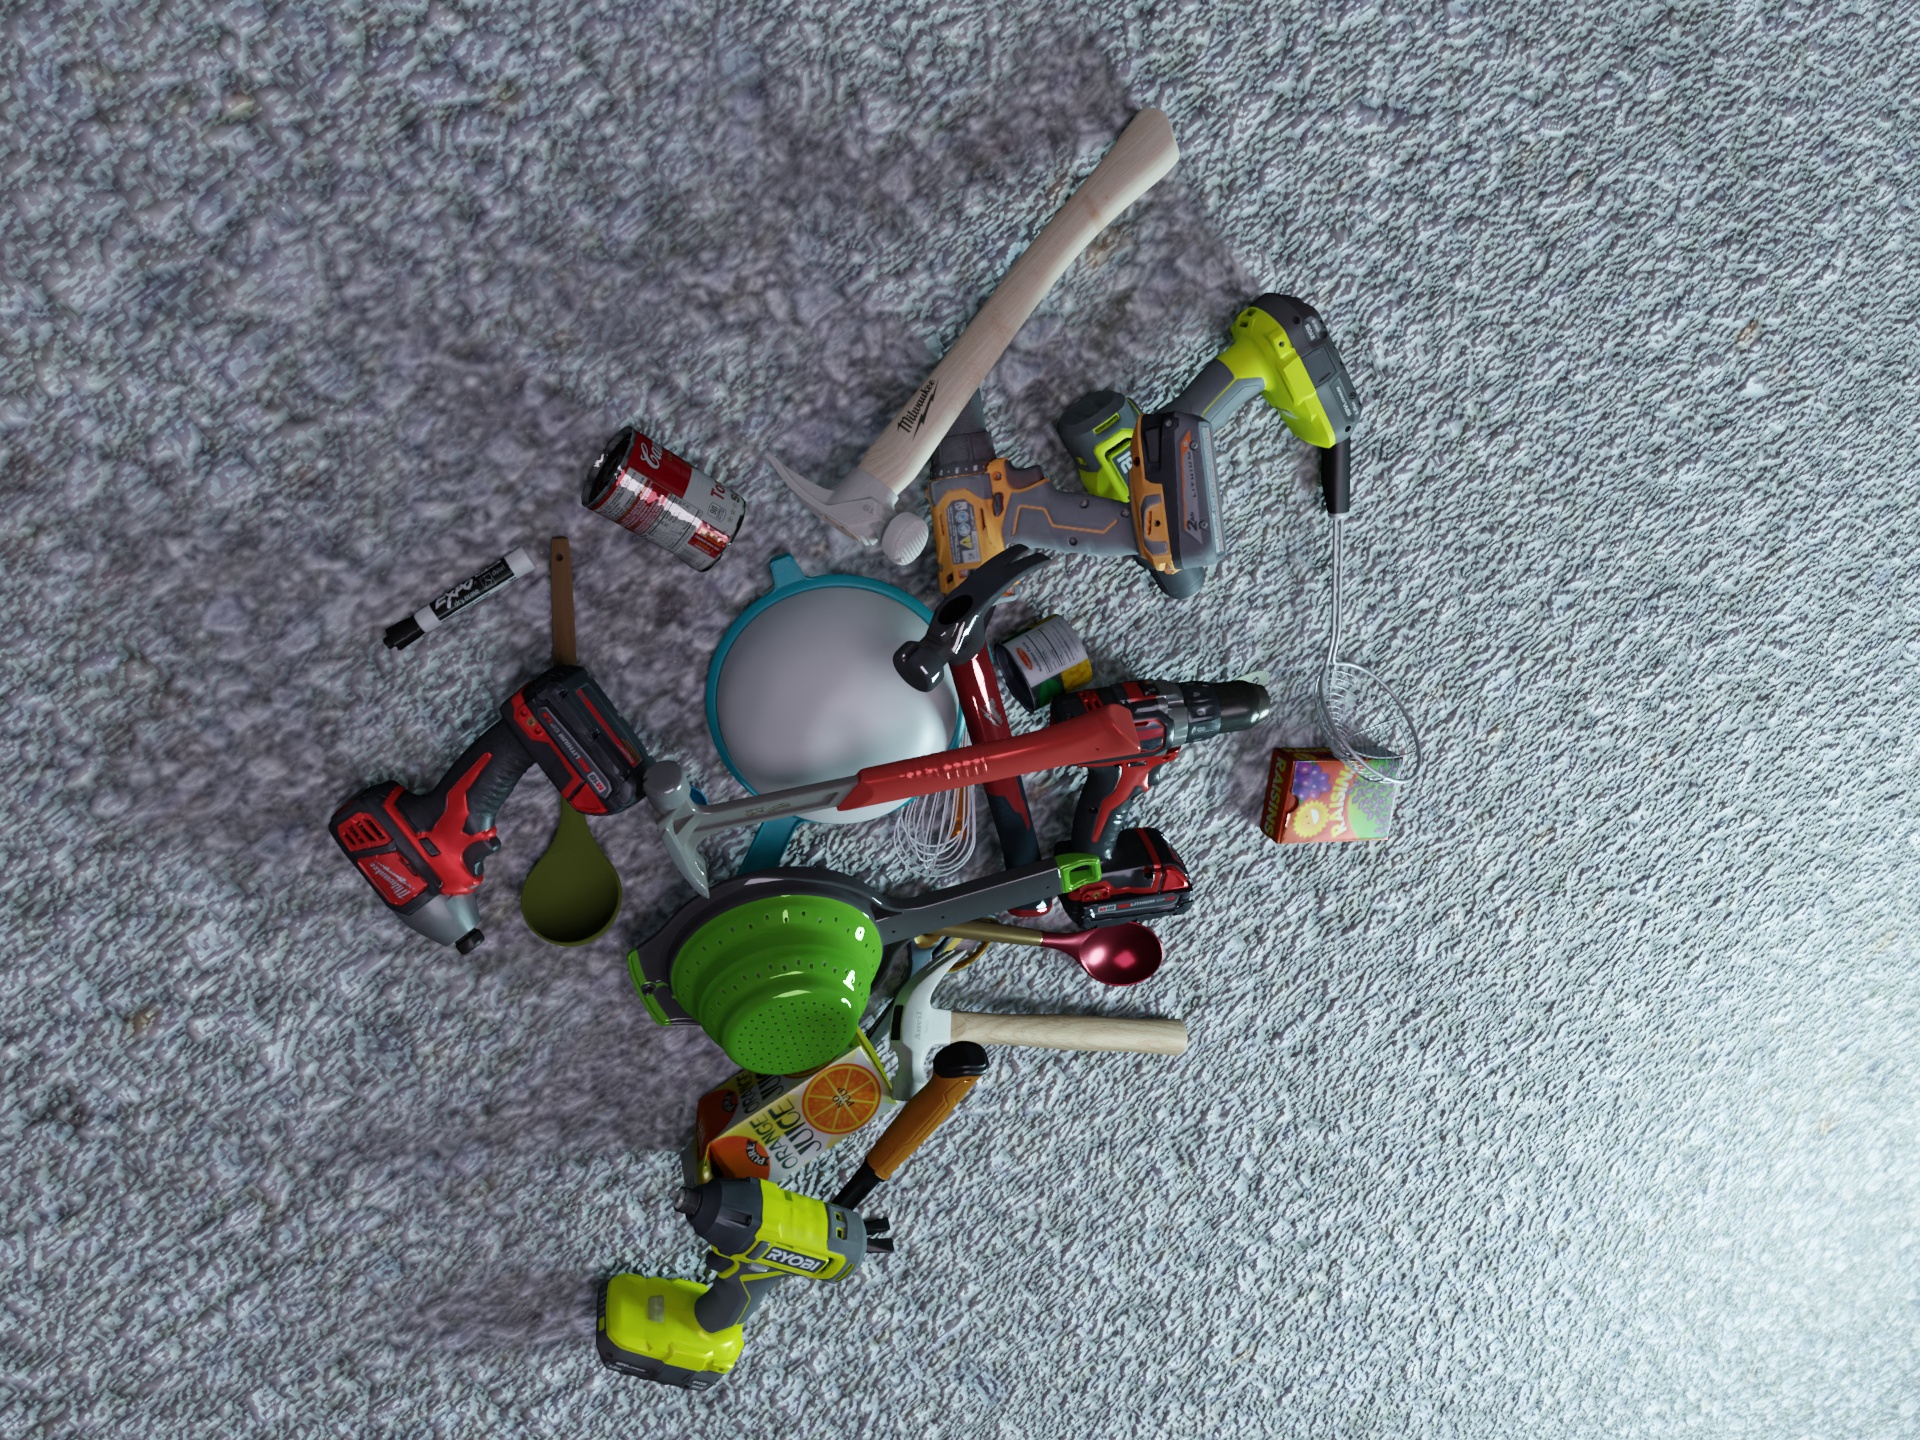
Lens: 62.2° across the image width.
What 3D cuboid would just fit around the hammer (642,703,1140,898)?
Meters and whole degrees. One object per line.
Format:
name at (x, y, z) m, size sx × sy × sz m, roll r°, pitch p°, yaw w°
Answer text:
hammer at (-0.045, 0.050, 1.184) m, size 0.359 × 0.037 × 0.149 m, roll -12°, pitch 143°, yaw 1°

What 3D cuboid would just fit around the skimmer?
skimmer at (0.363, -0.122, 1.413) m, size 0.127 × 0.090 × 0.363 m, roll -26°, pitch 118°, yaw -48°

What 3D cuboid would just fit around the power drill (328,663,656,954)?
power drill at (-0.341, 0.069, 1.175) m, size 0.219 × 0.078 × 0.143 m, roll -35°, pitch 98°, yaw 8°

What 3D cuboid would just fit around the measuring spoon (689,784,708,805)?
measuring spoon at (-0.253, 0.040, 1.269) m, size 0.042 × 0.021 × 0.128 m, roll -44°, pitch 109°, yaw 1°

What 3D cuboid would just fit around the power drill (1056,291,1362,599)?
power drill at (0.213, -0.228, 1.324) m, size 0.228 × 0.080 × 0.190 m, roll -36°, pitch 116°, yaw -3°

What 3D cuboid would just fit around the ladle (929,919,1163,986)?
ladle at (0.048, 0.193, 1.419) m, size 0.315 × 0.031 × 0.069 m, roll 12°, pitch 109°, yaw -30°

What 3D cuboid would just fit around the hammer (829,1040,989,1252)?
hammer at (-0.055, 0.373, 1.362) m, size 0.127 × 0.034 × 0.336 m, roll 10°, pitch 135°, yaw -26°

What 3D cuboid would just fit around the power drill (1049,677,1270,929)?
power drill at (0.166, 0.062, 1.368) m, size 0.188 × 0.080 × 0.226 m, roll -8°, pitch 125°, yaw -12°

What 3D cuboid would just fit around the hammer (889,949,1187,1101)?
hammer at (0.079, 0.279, 1.444) m, size 0.331 × 0.031 × 0.130 m, roll 10°, pitch 76°, yaw -35°

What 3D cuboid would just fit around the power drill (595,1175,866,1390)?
power drill at (-0.210, 0.473, 1.356) m, size 0.171 × 0.080 × 0.223 m, roll 27°, pitch 120°, yaw -28°

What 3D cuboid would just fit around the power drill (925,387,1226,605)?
power drill at (0.081, -0.189, 1.230) m, size 0.226 × 0.084 × 0.185 m, roll -6°, pitch 97°, yaw 19°

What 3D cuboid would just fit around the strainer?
strainer at (-0.123, 0.053, 1.256) m, size 0.211 × 0.095 × 0.340 m, roll 24°, pitch 104°, yaw -13°

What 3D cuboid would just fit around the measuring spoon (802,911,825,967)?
measuring spoon at (-0.122, 0.197, 1.372) m, size 0.034 × 0.018 × 0.124 m, roll -13°, pitch 114°, yaw -17°

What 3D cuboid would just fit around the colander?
colander at (-0.066, 0.197, 1.295) m, size 0.397 × 0.095 × 0.204 m, roll -16°, pitch 135°, yaw -4°

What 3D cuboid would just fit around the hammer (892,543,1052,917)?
hammer at (0.042, 0.032, 1.291) m, size 0.143 × 0.038 × 0.385 m, roll -45°, pitch 145°, yaw -23°

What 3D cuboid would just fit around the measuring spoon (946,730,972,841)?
measuring spoon at (0.006, 0.052, 1.375) m, size 0.021 × 0.011 × 0.117 m, roll 2°, pitch 107°, yaw -23°

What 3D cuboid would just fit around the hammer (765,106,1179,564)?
hammer at (0.024, -0.311, 1.216) m, size 0.410 × 0.146 × 0.038 m, roll -53°, pitch 153°, yaw -8°

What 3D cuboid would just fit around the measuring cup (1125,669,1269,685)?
measuring cup at (0.196, -0.015, 1.415) m, size 0.167 × 0.038 × 0.083 m, roll -22°, pitch 115°, yaw -15°

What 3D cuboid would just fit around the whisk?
whisk at (-0.001, -0.004, 1.332) m, size 0.070 × 0.070 × 0.284 m, roll 6°, pitch 102°, yaw -24°

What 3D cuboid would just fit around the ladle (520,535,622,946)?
ladle at (-0.302, 0.020, 1.218) m, size 0.078 × 0.062 × 0.320 m, roll 0°, pitch 106°, yaw -5°
